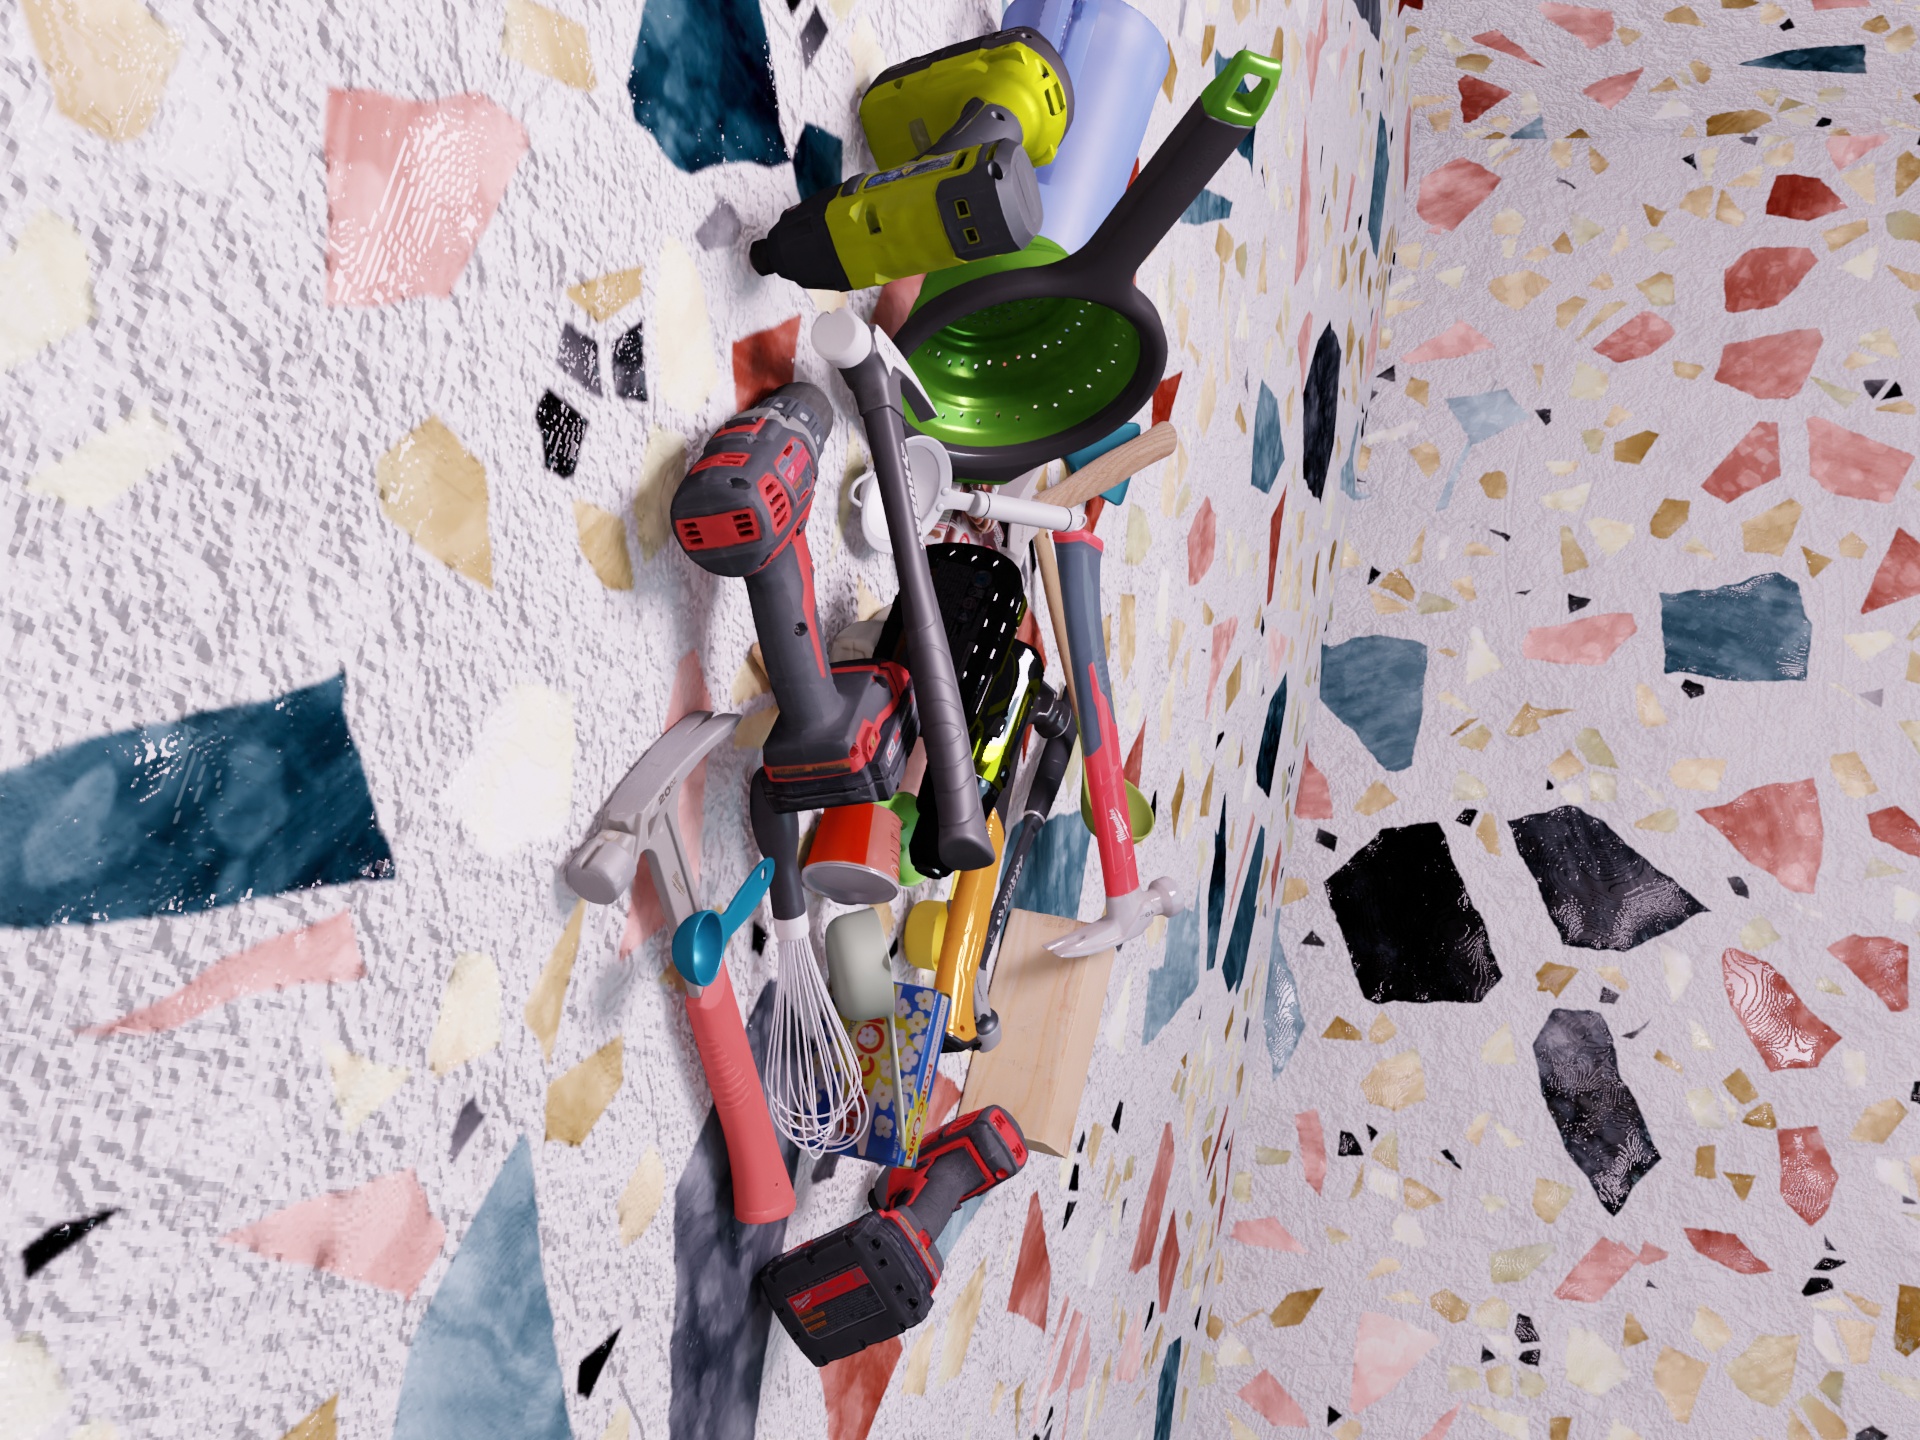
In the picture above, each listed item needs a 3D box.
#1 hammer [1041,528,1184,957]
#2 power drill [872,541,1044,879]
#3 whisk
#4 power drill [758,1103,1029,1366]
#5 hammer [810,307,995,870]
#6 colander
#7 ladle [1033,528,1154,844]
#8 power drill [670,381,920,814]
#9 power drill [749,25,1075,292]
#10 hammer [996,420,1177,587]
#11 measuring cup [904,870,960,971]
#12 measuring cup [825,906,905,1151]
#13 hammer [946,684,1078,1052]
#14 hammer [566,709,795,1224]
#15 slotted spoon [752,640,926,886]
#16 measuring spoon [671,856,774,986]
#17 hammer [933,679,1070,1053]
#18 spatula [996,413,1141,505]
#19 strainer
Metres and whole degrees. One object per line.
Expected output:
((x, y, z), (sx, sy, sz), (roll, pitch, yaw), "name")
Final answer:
((0.111, 0.021, 1.405), (0.143, 0.038, 0.386), (-20, 111, -26), "hammer")
((-0.002, -0.004, 1.127), (0.228, 0.080, 0.191), (74, 35, -65), "power drill")
((-0.106, 0.162, 1.043), (0.070, 0.070, 0.284), (-41, 130, -60), "whisk")
((-0.047, 0.369, 1.170), (0.078, 0.143, 0.219), (58, 27, 1), "power drill")
((-0.024, -0.074, 0.972), (0.146, 0.035, 0.335), (17, 61, -74), "hammer")
((0.069, -0.300, 1.024), (0.397, 0.204, 0.095), (-44, -130, 51), "colander")
((0.117, -0.032, 1.474), (0.078, 0.062, 0.320), (-36, 117, -52), "ladle")
((-0.090, -0.079, 0.940), (0.188, 0.080, 0.226), (-72, 150, -57), "power drill")
((-0.023, -0.332, 0.958), (0.223, 0.171, 0.080), (-70, 145, -47), "power drill")
((0.118, -0.220, 1.441), (0.331, 0.031, 0.130), (-36, 138, -51), "hammer")
((-0.016, 0.133, 1.310), (0.062, 0.029, 0.157), (74, 25, -51), "measuring cup")
((-0.065, 0.214, 1.092), (0.083, 0.038, 0.168), (143, -61, -77), "measuring cup")
((0.060, 0.096, 1.436), (0.409, 0.036, 0.149), (-66, 154, -47), "hammer")
((-0.146, 0.173, 0.971), (0.149, 0.037, 0.358), (-58, 147, -47), "hammer")
((-0.079, 0.032, 1.110), (0.313, 0.031, 0.070), (60, 42, -55), "slotted spoon")
((-0.137, 0.109, 0.912), (0.129, 0.021, 0.042), (-56, 145, -65), "measuring spoon")
((0.016, 0.097, 1.246), (0.127, 0.034, 0.337), (40, 49, -37), "hammer")
((0.090, -0.252, 1.424), (0.317, 0.044, 0.082), (-3, 108, -67), "spatula")
((0.004, -0.157, 1.148), (0.258, 0.050, 0.087), (3, 114, -45), "strainer")
